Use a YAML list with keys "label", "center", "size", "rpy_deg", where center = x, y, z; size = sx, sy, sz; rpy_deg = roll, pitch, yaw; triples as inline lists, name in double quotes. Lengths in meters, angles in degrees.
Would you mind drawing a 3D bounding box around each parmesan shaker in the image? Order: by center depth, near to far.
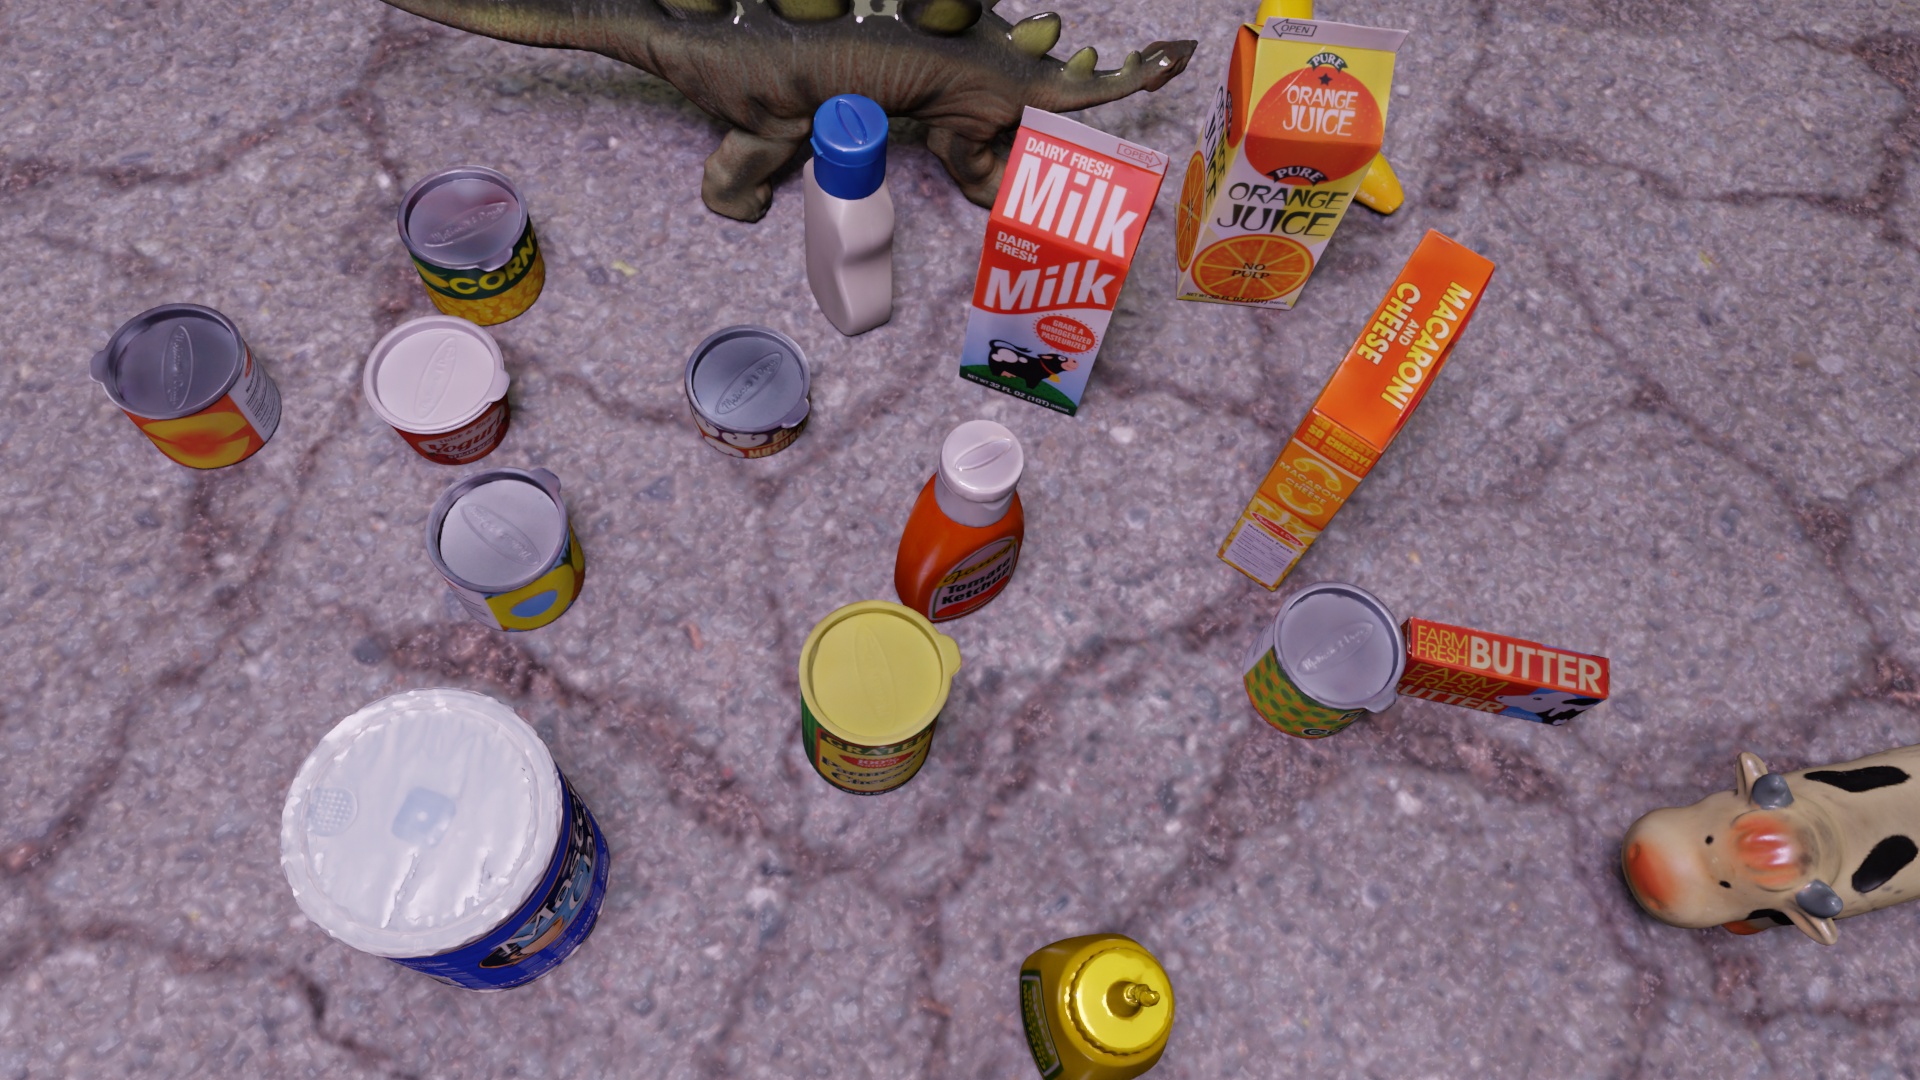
- label: "parmesan shaker"
  center: [-0.039, 0.076, 0.648]
  size: [0.071, 0.102, 0.071]
  rpy_deg: [2, 66, -5]

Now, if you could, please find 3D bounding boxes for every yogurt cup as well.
- label: "yogurt cup"
  center: [-0.267, -0.075, 0.719]
  size: [0.072, 0.053, 0.072]
  rpy_deg: [2, 66, -5]

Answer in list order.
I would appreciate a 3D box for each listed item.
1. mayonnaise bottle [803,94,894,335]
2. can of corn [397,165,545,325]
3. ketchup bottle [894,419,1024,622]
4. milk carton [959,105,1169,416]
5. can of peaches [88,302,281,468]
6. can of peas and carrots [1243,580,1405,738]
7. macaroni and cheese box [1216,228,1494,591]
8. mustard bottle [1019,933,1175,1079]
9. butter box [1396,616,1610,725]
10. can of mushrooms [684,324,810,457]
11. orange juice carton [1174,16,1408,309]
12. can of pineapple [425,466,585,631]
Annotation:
- label: "mayonnaise bottle"
  center: [-0.058, -0.171, 0.731]
  size: [0.041, 0.147, 0.065]
  rpy_deg: [-23, 71, -15]
- label: "can of corn"
  center: [-0.262, -0.157, 0.754]
  size: [0.071, 0.058, 0.071]
  rpy_deg: [2, 66, -5]
- label: "ketchup bottle"
  center: [0.002, -0.008, 0.665]
  size: [0.065, 0.148, 0.043]
  rpy_deg: [-26, 72, -16]
- label: "milk carton"
  center: [0.052, -0.147, 0.709]
  size: [0.072, 0.189, 0.074]
  rpy_deg: [20, 66, 3]
- label: "can of peaches"
  center: [-0.391, -0.077, 0.706]
  size: [0.071, 0.057, 0.071]
  rpy_deg: [2, 66, -5]
- label: "can of peas and carrots"
  center: [0.184, 0.063, 0.701]
  size: [0.071, 0.058, 0.071]
  rpy_deg: [2, 66, -5]
- label: "macaroni and cheese box"
  center: [0.195, -0.059, 0.697]
  size: [0.040, 0.165, 0.124]
  rpy_deg: [33, 67, 9]
- label: "mustard bottle"
  center: [0.057, 0.193, 0.575]
  size: [0.049, 0.159, 0.065]
  rpy_deg: [-11, 68, -10]
- label: "butter box"
  center: [0.270, 0.068, 0.710]
  size: [0.103, 0.053, 0.024]
  rpy_deg: [12, 66, 0]
- label: "can of mushrooms"
  center: [-0.112, -0.078, 0.748]
  size: [0.071, 0.033, 0.071]
  rpy_deg: [2, 66, -5]
- label: "orange juice carton"
  center: [0.171, -0.208, 0.747]
  size: [0.072, 0.192, 0.073]
  rpy_deg: [5, 66, -4]
- label: "can of pineapple"
  center: [-0.221, 0.004, 0.687]
  size: [0.071, 0.057, 0.071]
  rpy_deg: [2, 66, -5]
